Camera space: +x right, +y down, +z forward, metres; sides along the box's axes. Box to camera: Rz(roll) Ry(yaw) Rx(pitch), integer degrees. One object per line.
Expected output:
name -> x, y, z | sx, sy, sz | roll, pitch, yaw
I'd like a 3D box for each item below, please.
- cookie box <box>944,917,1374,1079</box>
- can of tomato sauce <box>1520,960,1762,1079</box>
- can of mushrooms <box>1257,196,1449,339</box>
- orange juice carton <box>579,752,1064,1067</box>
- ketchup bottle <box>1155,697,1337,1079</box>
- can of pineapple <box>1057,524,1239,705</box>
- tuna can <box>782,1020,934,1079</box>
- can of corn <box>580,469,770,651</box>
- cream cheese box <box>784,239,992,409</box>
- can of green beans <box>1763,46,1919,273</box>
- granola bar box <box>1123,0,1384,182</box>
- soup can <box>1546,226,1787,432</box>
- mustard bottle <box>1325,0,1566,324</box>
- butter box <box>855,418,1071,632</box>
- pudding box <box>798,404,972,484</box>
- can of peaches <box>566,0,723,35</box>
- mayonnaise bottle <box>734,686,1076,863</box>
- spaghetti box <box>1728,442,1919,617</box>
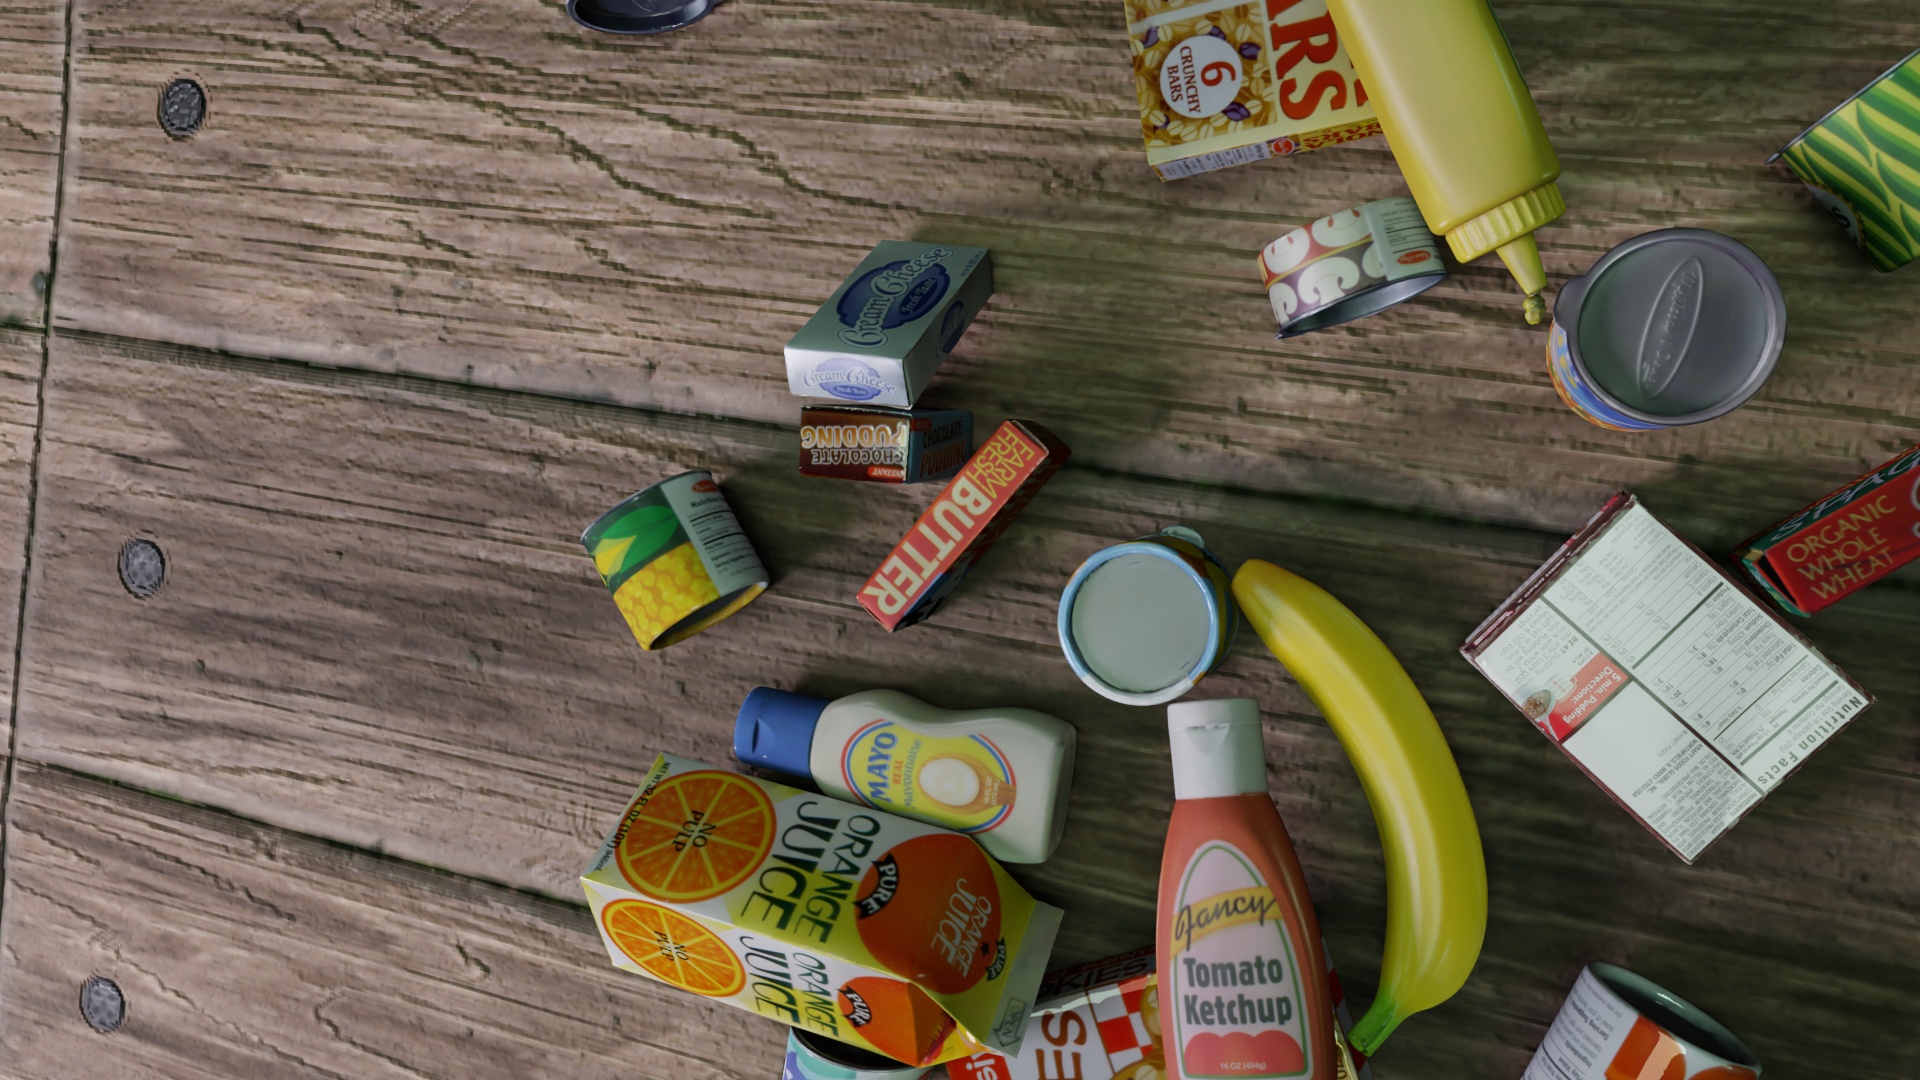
cookie box -> 0.087, 0.237, 0.584 | 0.167, 0.040, 0.123 | -20, 86, 17
can of tomato sauce -> 0.248, 0.212, 0.520 | 0.071, 0.071, 0.083 | 27, 99, 14
can of mushrooms -> 0.149, -0.105, 0.540 | 0.071, 0.071, 0.033 | -18, 87, 17
orange juice carton -> -0.056, 0.161, 0.596 | 0.193, 0.072, 0.072 | 12, 134, 16
ketchup bottle -> 0.105, 0.137, 0.538 | 0.064, 0.043, 0.149 | -8, 78, 19
can of pineapple -> 0.078, 0.030, 0.570 | 0.071, 0.058, 0.071 | 1, 92, 17
tuna can -> -0.046, 0.230, 0.612 | 0.071, 0.071, 0.032 | 11, 97, 16
can of corn -> -0.130, 0.011, 0.630 | 0.071, 0.071, 0.058 | -33, 83, 16
cream cheese box -> -0.028, -0.092, 0.579 | 0.053, 0.104, 0.024 | 8, 128, 18
can of green beans -> 0.333, -0.135, 0.482 | 0.071, 0.071, 0.058 | -37, 82, 15
granola bar box -> 0.126, -0.240, 0.556 | 0.124, 0.039, 0.165 | -9, 89, 16
soup can -> 0.247, -0.074, 0.501 | 0.071, 0.084, 0.071 | 1, 92, 17
mustard bottle -> 0.175, -0.152, 0.492 | 0.048, 0.065, 0.160 | -25, 91, 19
butter box -> 0.002, -0.007, 0.595 | 0.024, 0.053, 0.103 | 43, 103, 9
pudding box -> -0.030, -0.042, 0.588 | 0.049, 0.084, 0.030 | 5, 97, 17
can of peaches -> -0.145, -0.269, 0.625 | 0.071, 0.071, 0.058 | -9, 89, 17
mayonnaise bottle -> -0.026, 0.096, 0.613 | 0.148, 0.041, 0.064 | 10, 98, 16
spaghetti box -> 0.391, -0.049, 0.475 | 0.249, 0.050, 0.029 | -34, 81, 16
